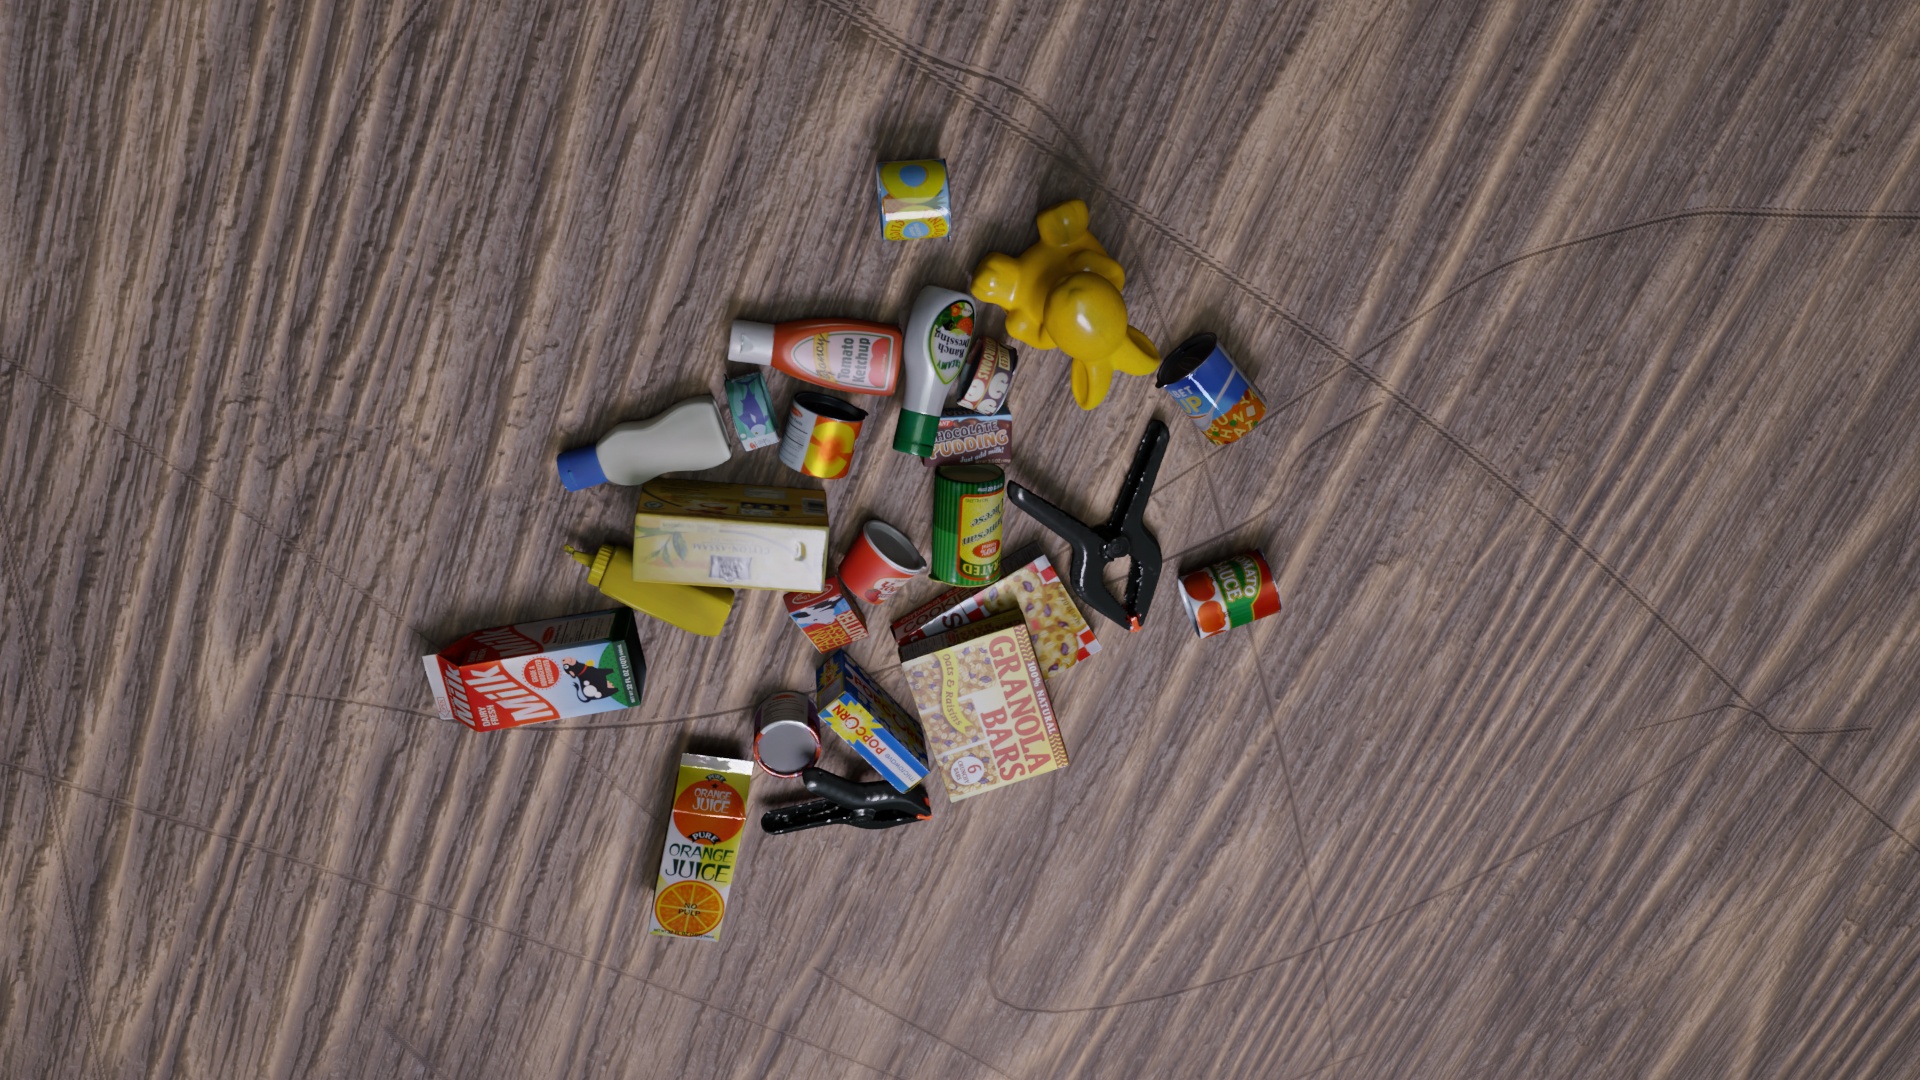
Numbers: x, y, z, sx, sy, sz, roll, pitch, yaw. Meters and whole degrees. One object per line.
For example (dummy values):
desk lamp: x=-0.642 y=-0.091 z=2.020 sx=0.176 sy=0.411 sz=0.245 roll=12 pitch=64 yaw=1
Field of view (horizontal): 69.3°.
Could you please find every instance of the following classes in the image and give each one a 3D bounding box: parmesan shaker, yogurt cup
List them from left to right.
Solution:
yogurt cup: x=-0.077 y=0.022 z=1.299 sx=0.072 sy=0.073 sz=0.053 roll=34 pitch=112 yaw=-19
parmesan shaker: x=0.005 y=-0.016 z=1.290 sx=0.071 sy=0.071 sz=0.102 roll=-1 pitch=113 yaw=-7

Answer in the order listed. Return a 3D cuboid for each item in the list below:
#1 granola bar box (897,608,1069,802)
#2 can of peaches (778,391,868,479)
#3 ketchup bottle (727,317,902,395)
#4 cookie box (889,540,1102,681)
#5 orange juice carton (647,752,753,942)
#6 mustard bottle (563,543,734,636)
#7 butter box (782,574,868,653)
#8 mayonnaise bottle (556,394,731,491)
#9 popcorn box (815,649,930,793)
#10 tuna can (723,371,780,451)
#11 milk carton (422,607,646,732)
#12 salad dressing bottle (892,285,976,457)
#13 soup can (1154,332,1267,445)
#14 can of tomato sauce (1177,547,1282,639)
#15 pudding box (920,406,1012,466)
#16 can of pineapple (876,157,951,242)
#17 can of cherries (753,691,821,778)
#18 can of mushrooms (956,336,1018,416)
granola bar box: x=0.023 y=0.159 z=1.337 sx=0.124 sy=0.039 sz=0.165 roll=-18 pitch=114 yaw=0
can of peaches: x=-0.123 y=-0.094 z=1.243 sx=0.071 sy=0.071 sz=0.057 roll=14 pitch=110 yaw=-13
ketchup bottle: x=-0.128 y=-0.167 z=1.224 sx=0.149 sy=0.044 sz=0.064 roll=6 pitch=107 yaw=-10
cookie box: x=0.035 y=0.094 z=1.357 sx=0.167 sy=0.040 sz=0.122 roll=-30 pitch=114 yaw=4
orange juice carton: x=-0.258 y=0.297 z=1.382 sx=0.072 sy=0.073 sz=0.192 roll=11 pitch=110 yaw=-12
mustard bottle: x=-0.289 y=0.038 z=1.278 sx=0.160 sy=0.065 sz=0.048 roll=23 pitch=103 yaw=-10
butter box: x=-0.125 y=0.070 z=1.303 sx=0.053 sy=0.024 sz=0.103 roll=-21 pitch=151 yaw=2
mayonnaise bottle: x=-0.283 y=-0.081 z=1.240 sx=0.148 sy=0.041 sz=0.064 roll=-16 pitch=112 yaw=0
popcorn box: x=-0.086 y=0.176 z=1.349 sx=0.038 sy=0.085 sz=0.126 roll=-39 pitch=112 yaw=10
tuna can: x=-0.184 y=-0.117 z=1.225 sx=0.033 sy=0.071 sz=0.070 roll=-16 pitch=114 yaw=-2
milk carton: x=-0.395 y=0.122 z=1.290 sx=0.191 sy=0.074 sz=0.072 roll=-9 pitch=114 yaw=-4
salad dressing bottle: x=-0.026 y=-0.148 z=1.225 sx=0.064 sy=0.044 sz=0.147 roll=6 pitch=100 yaw=-49
soup can: x=0.229 y=-0.136 z=1.273 sx=0.071 sy=0.071 sz=0.083 roll=-40 pitch=112 yaw=9
can of tomato sauce: x=0.262 y=0.051 z=1.355 sx=0.083 sy=0.071 sz=0.071 roll=-20 pitch=114 yaw=1
pudding box: x=0.005 y=-0.096 z=1.279 sx=0.084 sy=0.030 sz=0.049 roll=-2 pitch=112 yaw=-7
can of pineapple: x=-0.039 y=-0.286 z=1.172 sx=0.058 sy=0.071 sz=0.070 roll=-5 pitch=113 yaw=-5
can of cherries: x=-0.169 y=0.192 z=1.359 sx=0.071 sy=0.058 sz=0.071 roll=-3 pitch=112 yaw=-7
can of mushrooms: x=0.024 y=-0.148 z=1.238 sx=0.033 sy=0.071 sz=0.070 roll=20 pitch=109 yaw=-14
